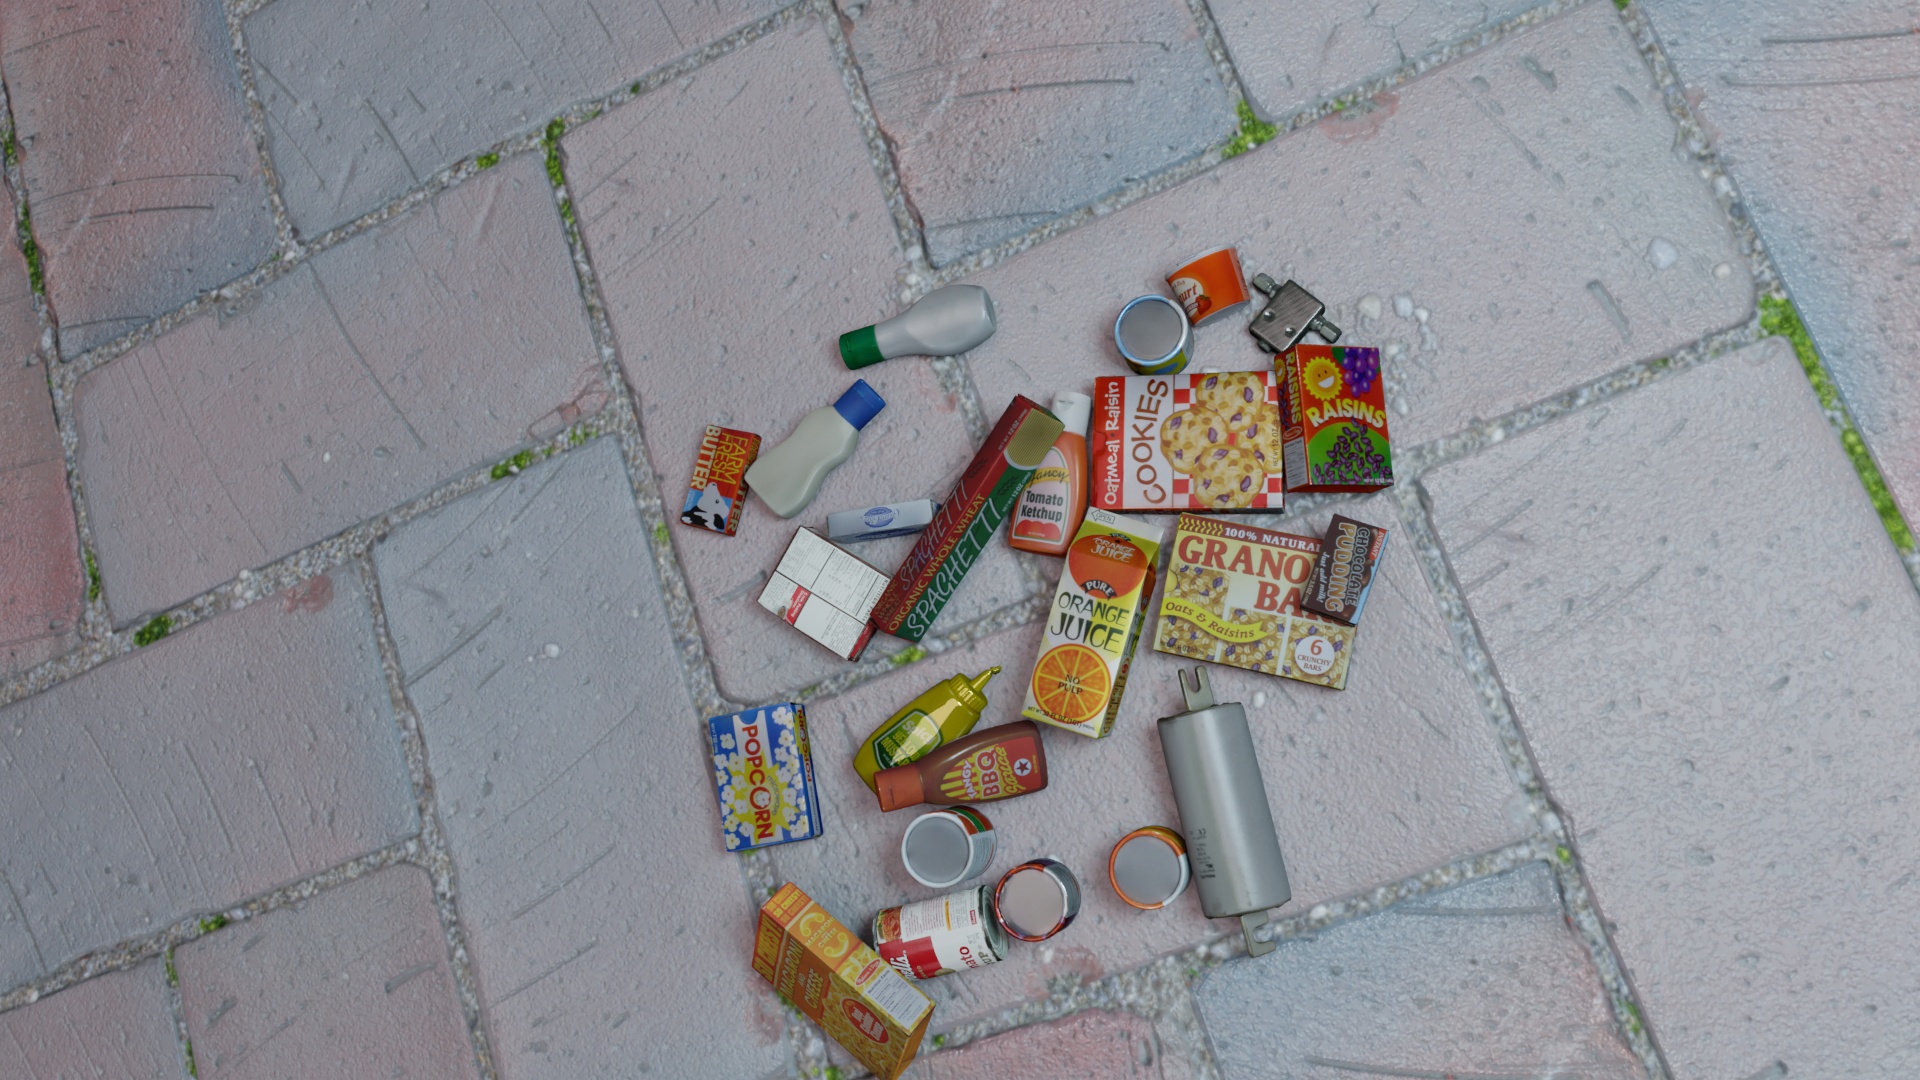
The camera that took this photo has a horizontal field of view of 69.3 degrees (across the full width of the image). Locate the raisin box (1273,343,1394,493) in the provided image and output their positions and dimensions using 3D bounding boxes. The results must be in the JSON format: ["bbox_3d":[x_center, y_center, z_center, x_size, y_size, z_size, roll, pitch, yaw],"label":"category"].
[{"bbox_3d":[0.319,-0.103,1.188,0.086,0.040,0.123,-1,81,-18],"label":"raisin box"}]

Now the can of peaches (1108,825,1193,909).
[{"bbox_3d":[0.160,0.278,1.183,0.071,0.058,0.071,-2,82,15],"label":"can of peaches"}]

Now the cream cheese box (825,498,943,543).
[{"bbox_3d":[-0.067,-0.018,1.291,0.104,0.053,0.024,-8,82,14],"label":"cream cheese box"}]

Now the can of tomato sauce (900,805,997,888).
[{"bbox_3d":[-0.011,0.268,1.218,0.071,0.083,0.071,-2,82,15],"label":"can of tomato sauce"}]

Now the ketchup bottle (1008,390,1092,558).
[{"bbox_3d":[0.088,-0.060,1.261,0.065,0.043,0.149,9,84,26],"label":"ketchup bottle"}]

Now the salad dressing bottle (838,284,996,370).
[{"bbox_3d":[-0.041,-0.199,1.317,0.147,0.044,0.064,-14,80,14],"label":"salad dressing bottle"}]

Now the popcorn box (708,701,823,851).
[{"bbox_3d":[-0.181,0.221,1.295,0.085,0.038,0.127,-13,79,14],"label":"popcorn box"}]

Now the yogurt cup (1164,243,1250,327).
[{"bbox_3d":[0.223,-0.226,1.239,0.072,0.072,0.054,-23,85,11],"label":"yogurt cup"}]

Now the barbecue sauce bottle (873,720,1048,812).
[{"bbox_3d":[0.000,0.203,1.215,0.149,0.044,0.064,-12,104,-10],"label":"barbecue sauce bottle"}]

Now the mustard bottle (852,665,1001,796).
[{"bbox_3d":[-0.024,0.166,1.254,0.160,0.049,0.065,-45,77,5],"label":"mustard bottle"}]

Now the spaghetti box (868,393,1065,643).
[{"bbox_3d":[0.004,-0.016,1.251,0.249,0.050,0.029,-56,45,12],"label":"spaghetti box"}]

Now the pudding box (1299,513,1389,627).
[{"bbox_3d":[0.318,0.025,1.151,0.050,0.030,0.083,21,87,16],"label":"pudding box"}]

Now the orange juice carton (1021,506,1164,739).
[{"bbox_3d":[0.119,0.071,1.216,0.072,0.073,0.192,16,87,16],"label":"orange juice carton"}]

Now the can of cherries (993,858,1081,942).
[{"bbox_3d":[0.065,0.313,1.204,0.071,0.058,0.071,-2,81,15],"label":"can of cherries"}]

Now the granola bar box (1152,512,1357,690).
[{"bbox_3d":[0.260,0.052,1.200,0.165,0.039,0.124,11,85,16],"label":"granola bar box"}]

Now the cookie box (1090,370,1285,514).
[{"bbox_3d":[0.203,-0.086,1.235,0.167,0.040,0.123,0,82,15],"label":"cookie box"}]

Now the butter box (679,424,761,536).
[{"bbox_3d":[-0.234,-0.059,1.358,0.053,0.024,0.103,14,86,17],"label":"butter box"}]

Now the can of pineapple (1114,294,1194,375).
[{"bbox_3d":[0.173,-0.182,1.248,0.071,0.058,0.071,-2,82,15],"label":"can of pineapple"}]

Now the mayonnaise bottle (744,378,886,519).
[{"bbox_3d":[-0.135,-0.091,1.328,0.148,0.041,0.065,-44,75,4],"label":"mayonnaise bottle"}]

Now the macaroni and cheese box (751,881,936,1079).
[{"bbox_3d":[-0.105,0.387,1.210,0.167,0.123,0.040,36,51,17],"label":"macaroni and cheese box"}]
